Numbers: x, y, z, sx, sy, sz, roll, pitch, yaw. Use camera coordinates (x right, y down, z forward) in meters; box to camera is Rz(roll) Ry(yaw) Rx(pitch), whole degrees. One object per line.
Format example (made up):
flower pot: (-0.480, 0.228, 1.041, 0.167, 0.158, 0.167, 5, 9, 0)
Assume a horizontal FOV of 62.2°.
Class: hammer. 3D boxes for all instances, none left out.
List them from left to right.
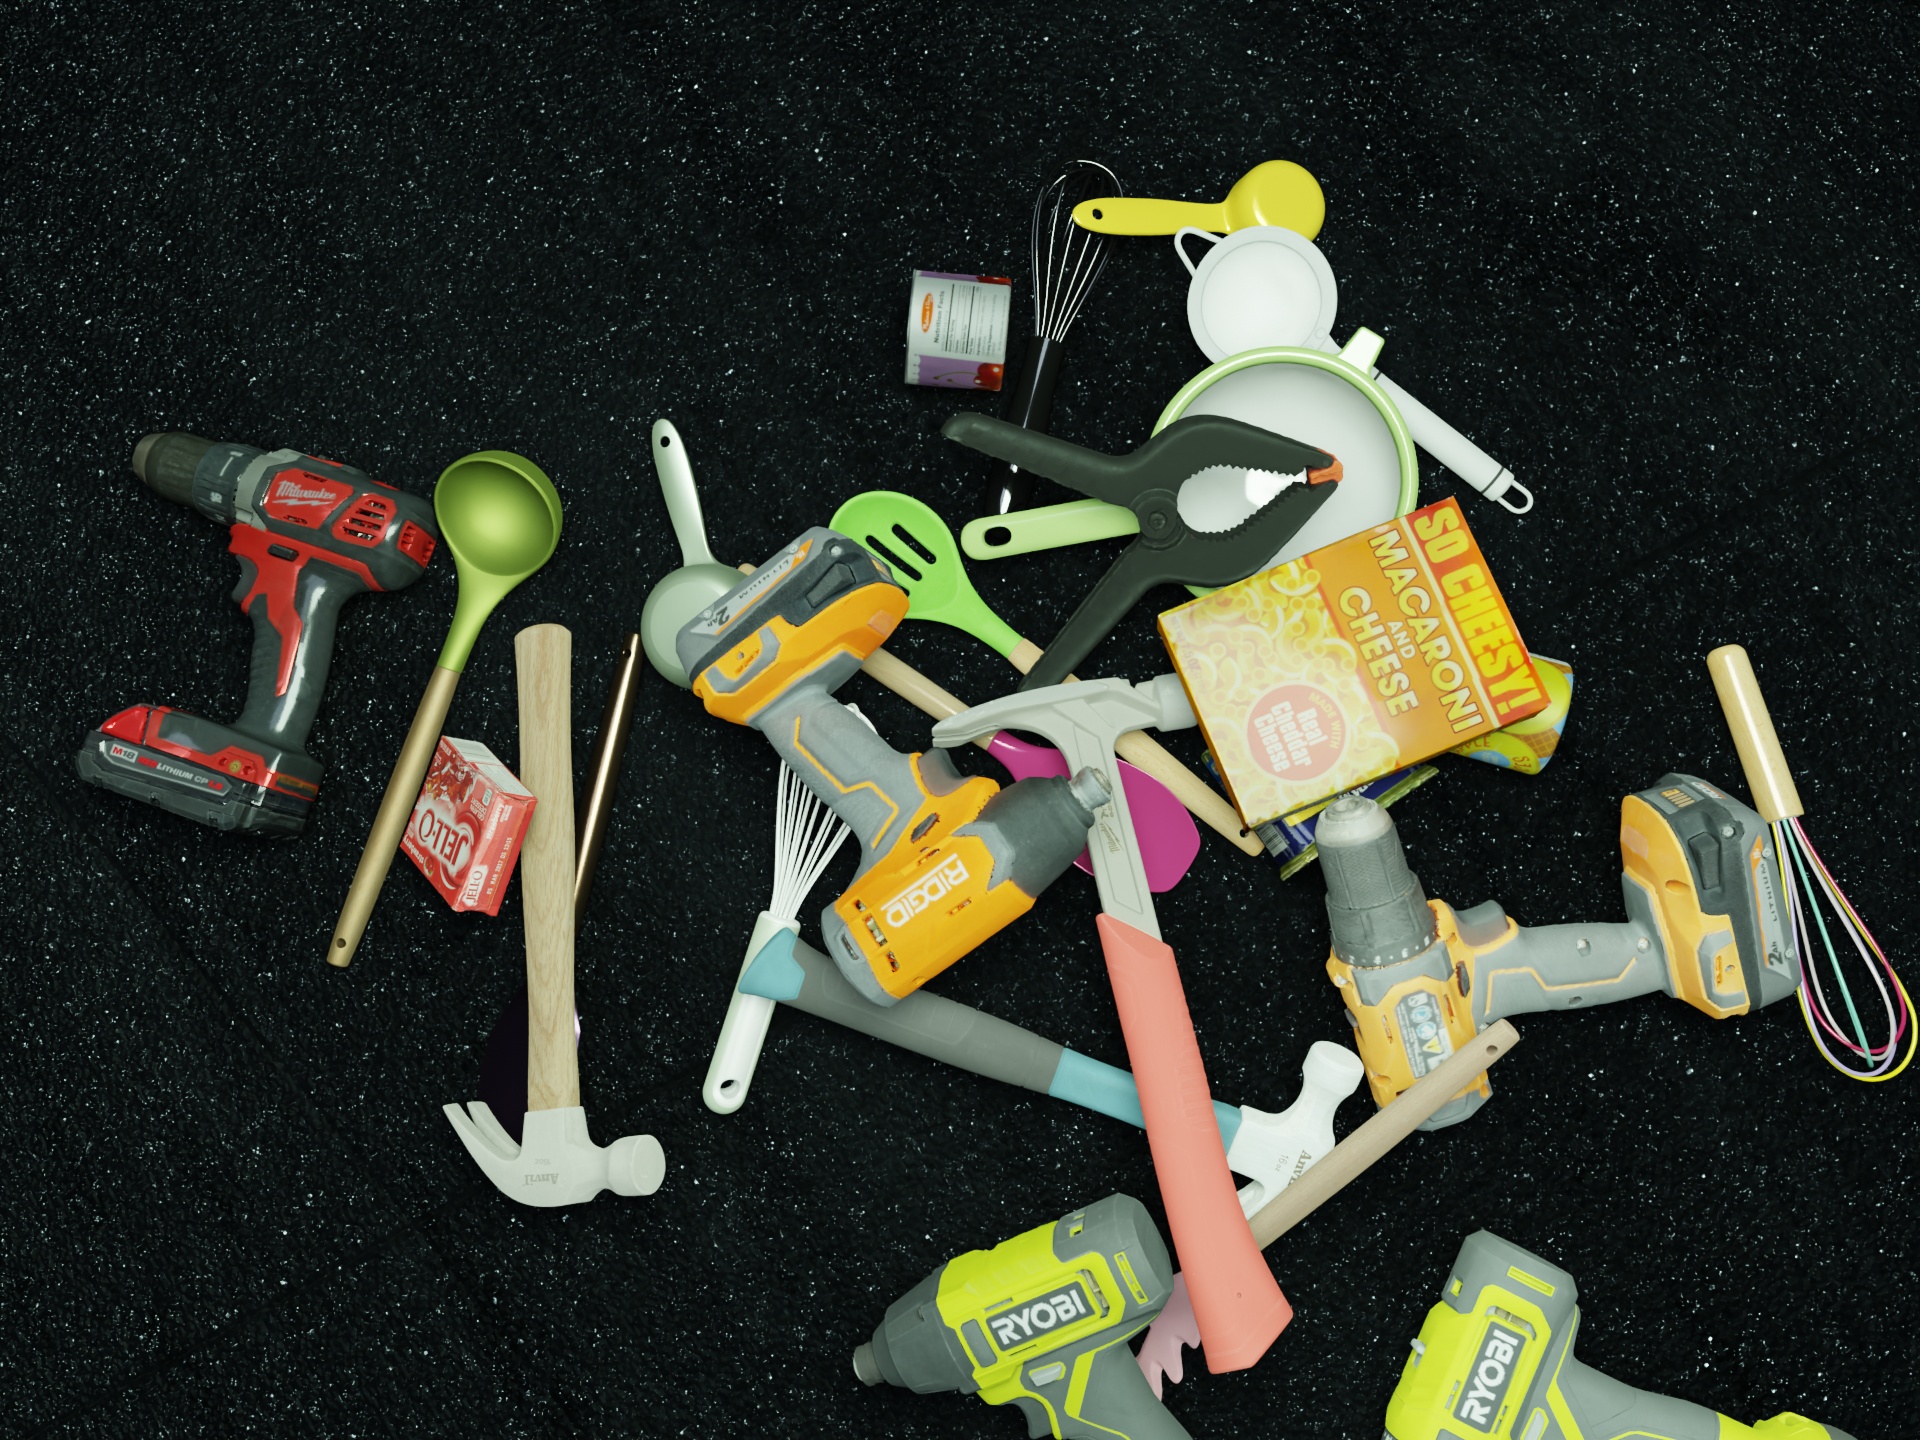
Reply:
hammer: (-0.237, 0.106, 0.911, 0.130, 0.031, 0.331, -13, 73, 24)
hammer: (0.039, 0.185, 0.866, 0.331, 0.033, 0.128, 19, 104, 3)
hammer: (0.089, 0.147, 0.824, 0.149, 0.036, 0.359, -11, 68, -3)

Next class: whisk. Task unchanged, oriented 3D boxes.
whisk: (-0.100, 0.107, 0.912, 0.057, 0.059, 0.246, 19, 88, -21)
whisk: (0.051, -0.223, 0.945, 0.055, 0.055, 0.239, 14, 87, 6)
whisk: (0.462, 0.074, 0.872, 0.047, 0.051, 0.245, -23, 73, 36)

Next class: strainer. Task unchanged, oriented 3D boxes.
strainer: (0.129, -0.127, 0.917, 0.256, 0.069, 0.151, -9, 99, 13)
strainer: (0.229, -0.202, 0.930, 0.258, 0.050, 0.087, 39, 100, 3)

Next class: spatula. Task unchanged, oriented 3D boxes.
spatula: (-0.229, 0.101, 0.936, 0.060, 0.018, 0.316, 11, 84, 16)

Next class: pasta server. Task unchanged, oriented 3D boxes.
pasta server: (0.166, 0.261, 0.826, 0.060, 0.040, 0.316, 43, 108, -2)

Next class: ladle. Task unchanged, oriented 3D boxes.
ladle: (-0.316, -0.006, 0.940, 0.078, 0.062, 0.320, 20, 87, 2)

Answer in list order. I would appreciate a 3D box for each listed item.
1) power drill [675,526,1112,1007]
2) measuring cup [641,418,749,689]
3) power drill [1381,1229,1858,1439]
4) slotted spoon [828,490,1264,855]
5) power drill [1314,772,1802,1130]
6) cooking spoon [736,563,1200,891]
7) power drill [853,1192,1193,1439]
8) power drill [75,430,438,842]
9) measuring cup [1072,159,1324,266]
power drill: (-0.034, 0.012, 0.833, 0.164, 0.084, 0.227, -36, 71, 10)
measuring cup: (-0.162, -0.098, 0.934, 0.083, 0.038, 0.167, -15, 89, 15)
power drill: (0.331, 0.400, 0.820, 0.228, 0.080, 0.190, 24, 85, 10)
slotted spoon: (0.051, -0.024, 0.927, 0.314, 0.031, 0.070, 39, 87, 7)
power drill: (0.303, 0.100, 0.837, 0.226, 0.084, 0.185, -20, 106, 3)
cooking spoon: (-0.001, -0.003, 0.931, 0.319, 0.017, 0.068, 34, 104, 9)
power drill: (0.060, 0.374, 0.817, 0.171, 0.080, 0.223, -27, 92, 12)
power drill: (-0.436, -0.058, 0.948, 0.188, 0.080, 0.227, 18, 81, 7)
measuring cup: (0.142, -0.299, 0.929, 0.156, 0.029, 0.062, -6, 86, -18)
